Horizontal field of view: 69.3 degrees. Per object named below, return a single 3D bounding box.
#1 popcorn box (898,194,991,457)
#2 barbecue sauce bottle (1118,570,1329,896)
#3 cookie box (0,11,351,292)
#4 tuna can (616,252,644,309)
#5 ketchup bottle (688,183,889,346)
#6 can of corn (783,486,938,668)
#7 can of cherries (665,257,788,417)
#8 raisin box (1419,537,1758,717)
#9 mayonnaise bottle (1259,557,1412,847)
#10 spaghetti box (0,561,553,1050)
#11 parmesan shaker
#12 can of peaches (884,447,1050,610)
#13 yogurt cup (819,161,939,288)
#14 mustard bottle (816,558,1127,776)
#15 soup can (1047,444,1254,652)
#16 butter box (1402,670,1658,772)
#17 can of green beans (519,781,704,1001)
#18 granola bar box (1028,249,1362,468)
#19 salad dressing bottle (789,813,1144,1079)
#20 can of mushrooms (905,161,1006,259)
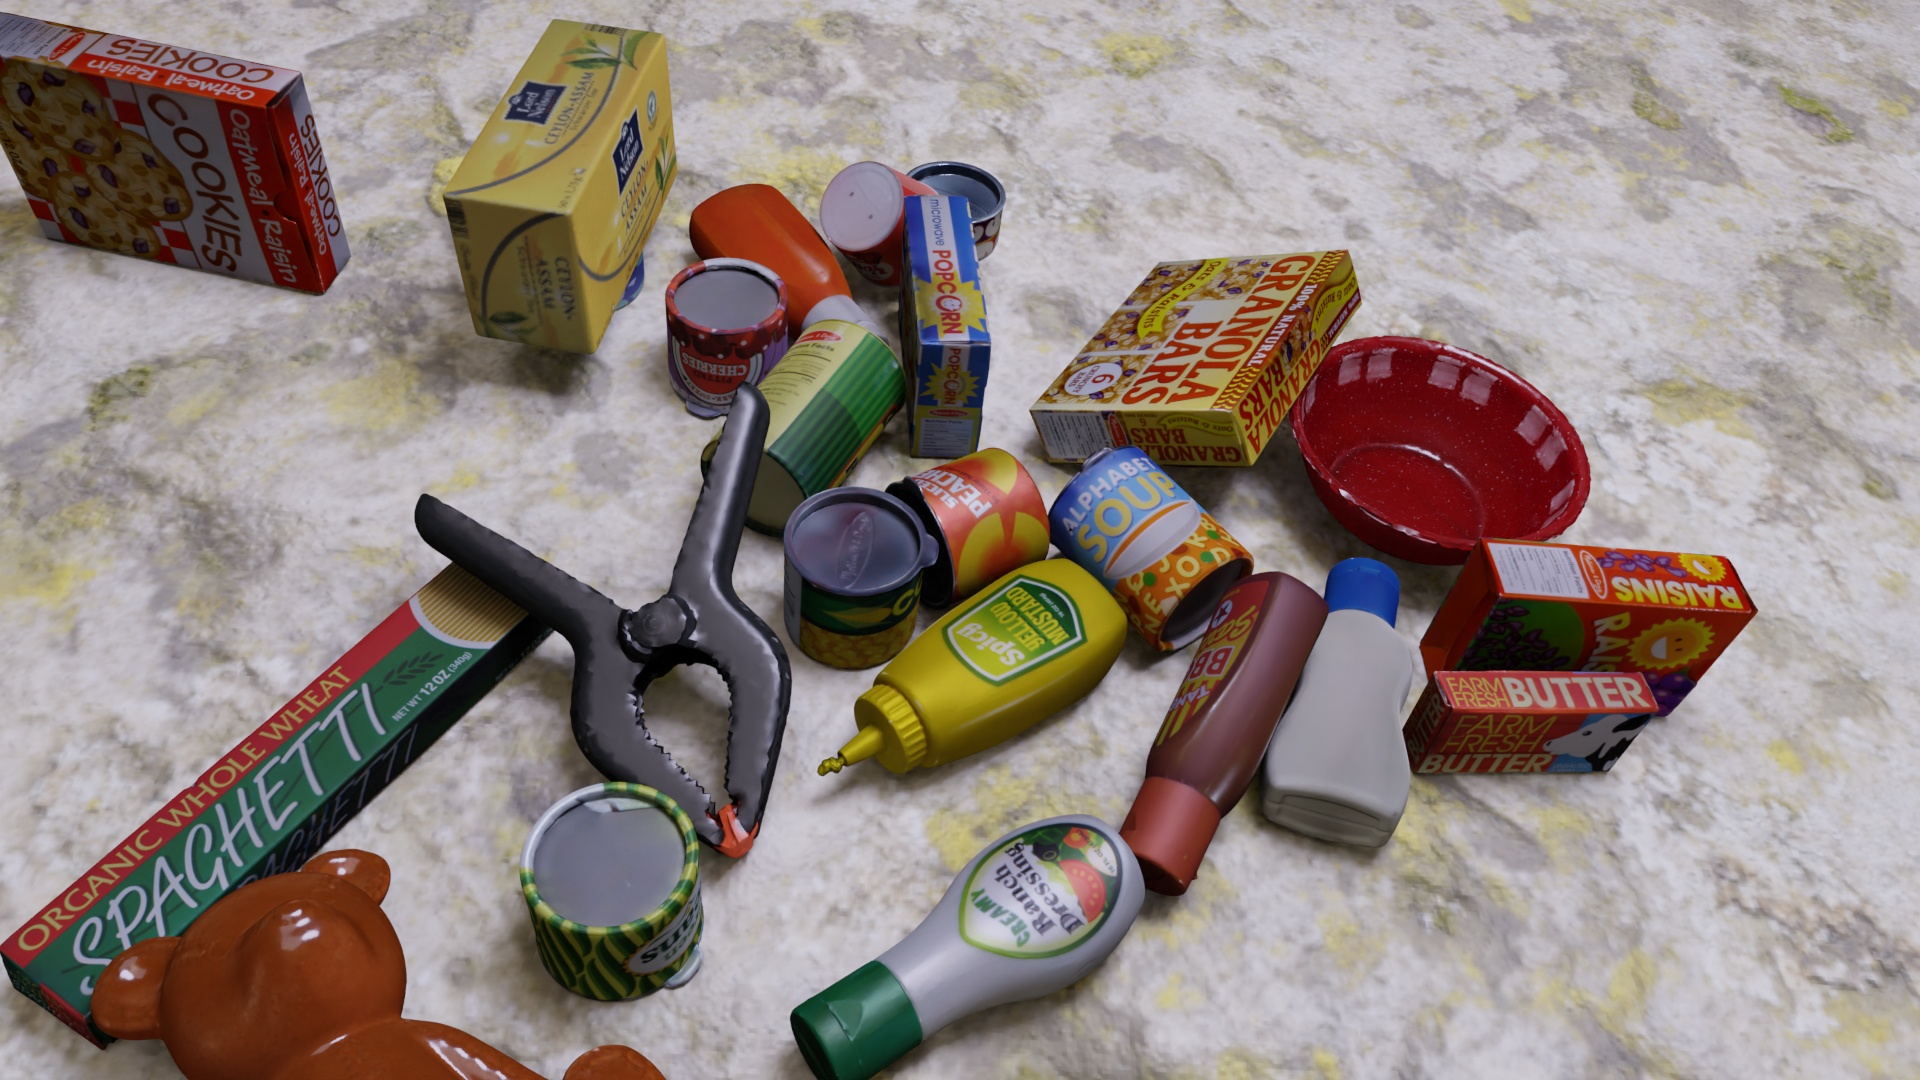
[{"bbox_3d":[-0.011,-0.119,0.765,0.038,0.084,0.127,-1,50,-8],"label":"popcorn box"},{"bbox_3d":[0.114,0.085,0.619,0.043,0.064,0.149,35,63,-6],"label":"barbecue sauce bottle"},{"bbox_3d":[-0.431,-0.207,0.754,0.167,0.122,0.040,12,49,2],"label":"cookie box"},{"bbox_3d":[-0.218,-0.162,0.807,0.071,0.032,0.071,4,49,-5],"label":"tuna can"},{"bbox_3d":[-0.096,-0.149,0.807,0.065,0.043,0.149,-25,57,-26],"label":"ketchup bottle"},{"bbox_3d":[-0.048,0.018,0.657,0.071,0.058,0.071,4,48,-5],"label":"can of corn"},{"bbox_3d":[-0.127,-0.110,0.758,0.071,0.058,0.072,4,48,-5],"label":"can of cherries"},{"bbox_3d":[0.298,0.043,0.670,0.123,0.085,0.040,4,47,-5],"label":"raisin box"},{"bbox_3d":[0.183,0.071,0.658,0.065,0.041,0.149,13,47,12],"label":"mayonnaise bottle"},{"bbox_3d":[-0.268,0.093,0.579,0.050,0.028,0.251,28,51,15],"label":"spaghetti box"},{"bbox_3d":[-0.081,-0.058,0.716,0.071,0.071,0.103,23,51,12],"label":"parmesan shaker"},{"bbox_3d":[0.002,-0.009,0.680,0.058,0.070,0.071,-21,55,-26],"label":"can of peaches"},{"bbox_3d":[-0.047,-0.189,0.822,0.072,0.054,0.072,-4,81,23],"label":"yogurt cup"},{"bbox_3d":[0.003,0.065,0.630,0.161,0.048,0.065,-29,58,-30],"label":"mustard bottle"},{"bbox_3d":[0.092,0.003,0.684,0.071,0.071,0.084,-27,58,-28],"label":"soup can"},{"bbox_3d":[0.264,0.085,0.649,0.103,0.052,0.024,1,47,-8],"label":"butter box"},{"bbox_3d":[-0.134,0.136,0.541,0.071,0.057,0.071,4,49,-5],"label":"can of green beans"},{"bbox_3d":[0.132,-0.102,0.767,0.124,0.039,0.166,4,40,38],"label":"granola bar box"},{"bbox_3d":[0.005,0.163,0.548,0.148,0.043,0.064,-26,56,-27],"label":"salad dressing bottle"},{"bbox_3d":[-0.007,-0.206,0.877,0.071,0.033,0.071,5,49,-5],"label":"can of mushrooms"}]
